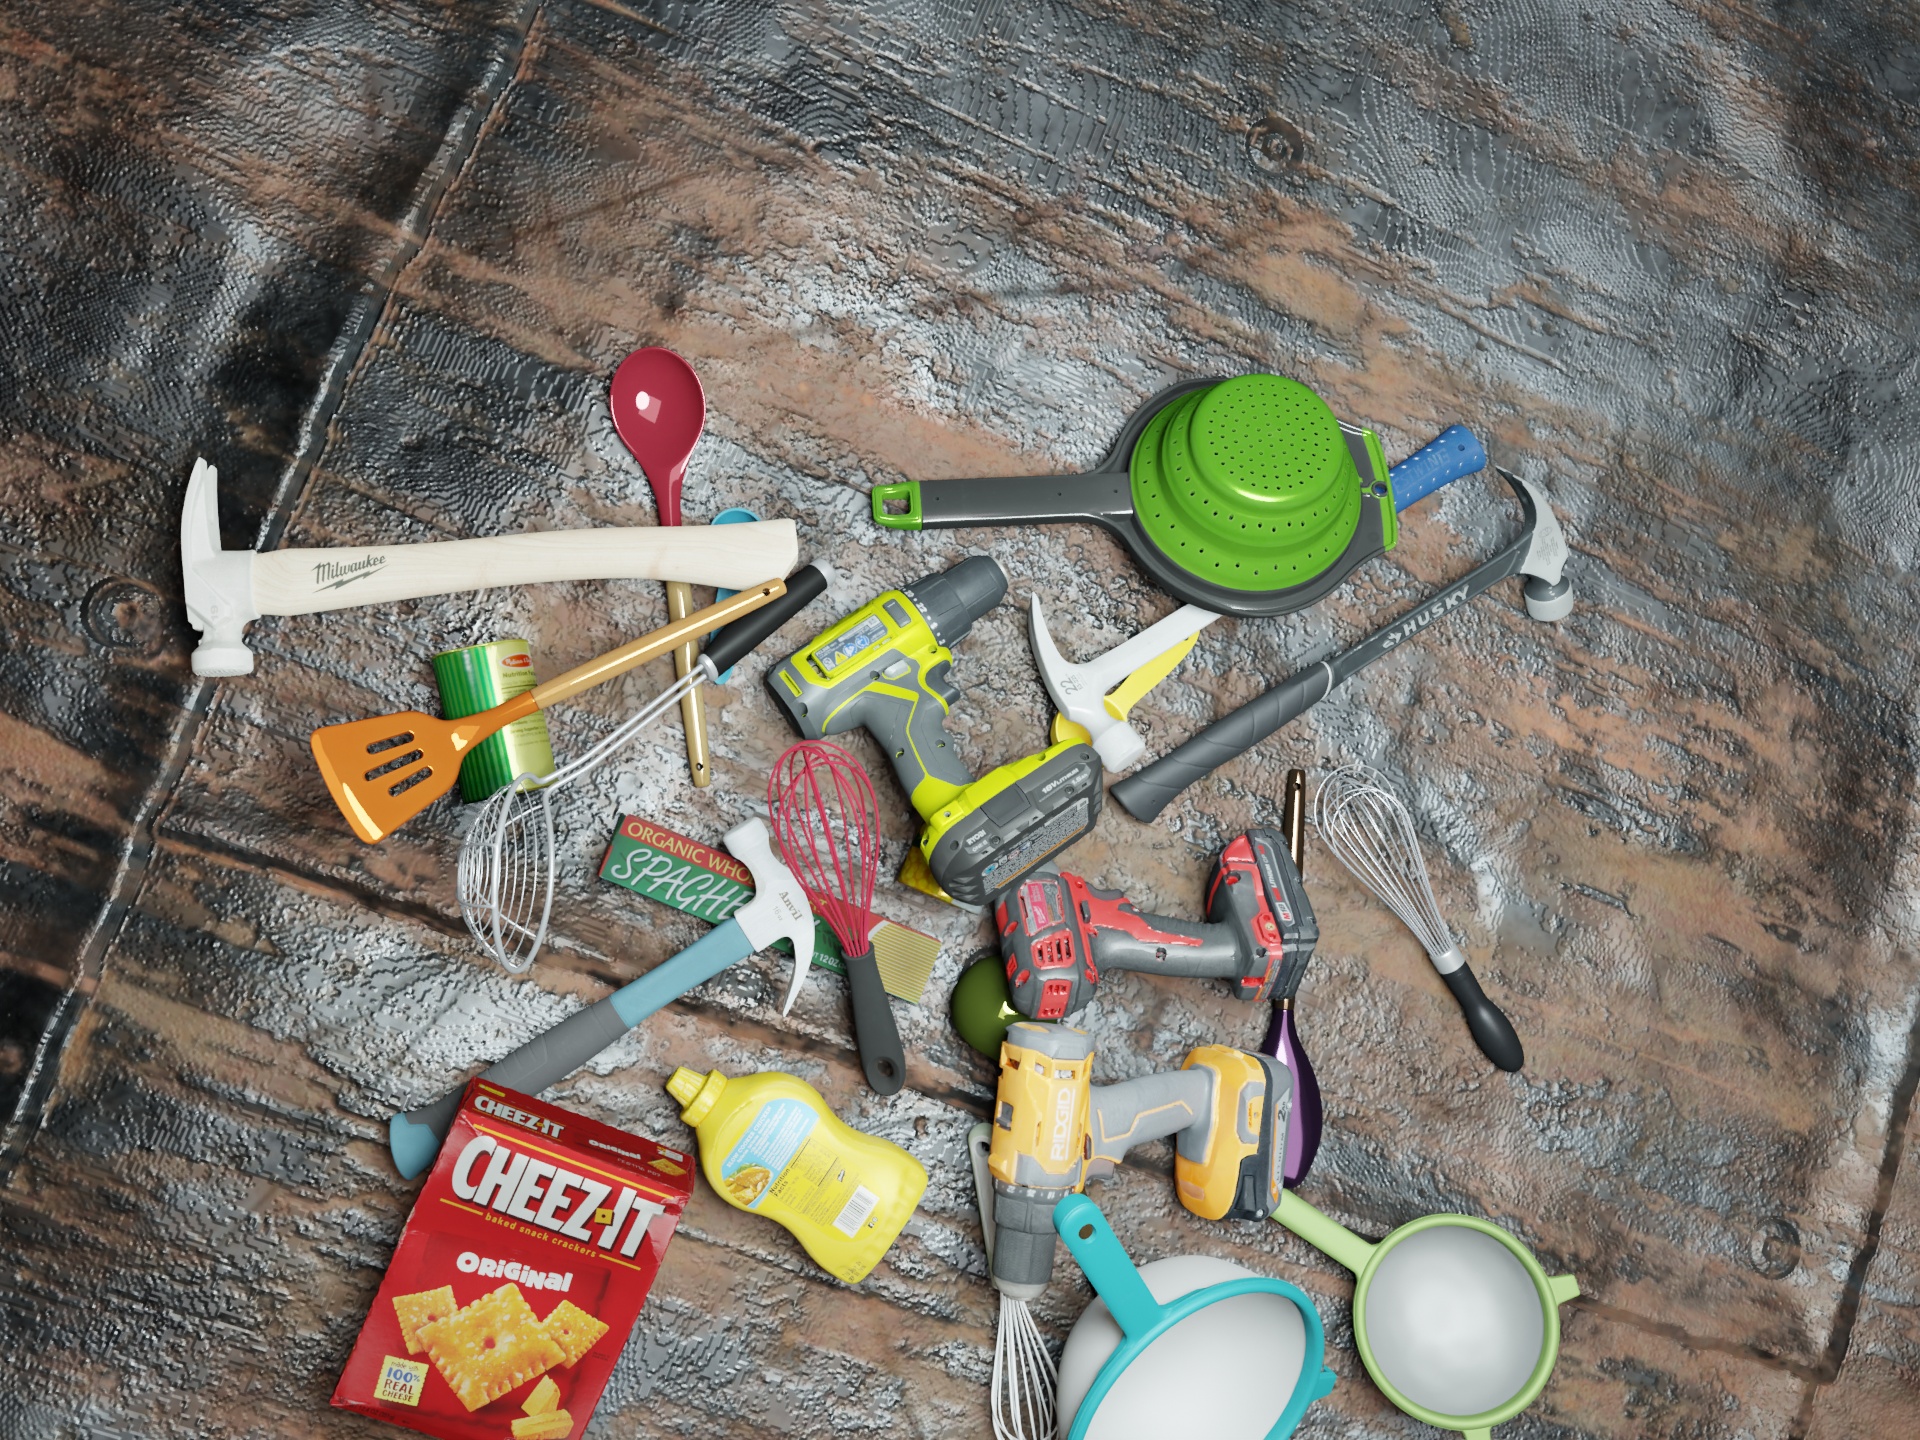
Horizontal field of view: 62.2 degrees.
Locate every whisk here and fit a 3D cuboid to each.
[{"bbox_3d":[0.036,0.416,1.152,0.058,0.059,0.246,-11,84,16],"label":"whisk"},{"bbox_3d":[-0.075,0.141,1.091,0.073,0.073,0.295,-17,118,-12],"label":"whisk"},{"bbox_3d":[0.358,0.158,1.228,0.070,0.070,0.284,-35,98,-11],"label":"whisk"}]

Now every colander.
[{"bbox_3d":[0.134,-0.181,1.160,0.397,0.094,0.205,-3,69,-5],"label":"colander"}]

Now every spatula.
[{"bbox_3d":[0.251,0.194,1.214,0.060,0.018,0.316,4,83,4],"label":"spatula"},{"bbox_3d":[-0.259,-0.024,1.053,0.322,0.041,0.081,-27,93,-15],"label":"spatula"}]

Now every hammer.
[{"bbox_3d":[0.290,-0.044,1.210,0.409,0.036,0.149,-32,128,-6],"label":"hammer"},{"bbox_3d":[-0.320,-0.119,1.099,0.410,0.038,0.146,-5,86,-7],"label":"hammer"},{"bbox_3d":[-0.247,0.207,1.095,0.331,0.033,0.128,-32,97,-5],"label":"hammer"},{"bbox_3d":[0.233,-0.120,1.214,0.405,0.035,0.144,-32,73,-15],"label":"hammer"}]

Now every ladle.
[{"bbox_3d":[0.072,0.324,1.171,0.078,0.062,0.320,-21,98,-20],"label":"ladle"},{"bbox_3d":[-0.203,-0.109,1.143,0.069,0.031,0.315,-7,90,1],"label":"ladle"}]

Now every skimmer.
[{"bbox_3d":[-0.196,0.017,1.078,0.090,0.127,0.363,36,62,23],"label":"skimmer"}]

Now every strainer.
[{"bbox_3d":[0.115,0.401,1.066,0.211,0.095,0.340,-36,124,-11],"label":"strainer"},{"bbox_3d":[0.321,0.421,1.207,0.256,0.069,0.151,32,79,10],"label":"strainer"}]

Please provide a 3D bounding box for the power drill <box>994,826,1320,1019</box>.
[{"bbox_3d":[0.134,0.140,1.151,0.219,0.078,0.143,-2,45,-10],"label":"power drill"}]

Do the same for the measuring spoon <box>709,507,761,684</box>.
[{"bbox_3d":[-0.166,-0.090,1.157,0.042,0.021,0.128,8,94,5],"label":"measuring spoon"}]

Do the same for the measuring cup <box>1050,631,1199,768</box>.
[{"bbox_3d":[0.128,-0.021,1.209,0.062,0.029,0.156,45,67,2],"label":"measuring cup"}]

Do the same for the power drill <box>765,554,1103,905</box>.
[{"bbox_3d":[-0.002,-0.004,1.115,0.190,0.080,0.229,-34,63,-12],"label":"power drill"}]

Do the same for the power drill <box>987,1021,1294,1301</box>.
[{"bbox_3d":[0.120,0.313,1.127,0.226,0.084,0.185,10,85,-28],"label":"power drill"}]
